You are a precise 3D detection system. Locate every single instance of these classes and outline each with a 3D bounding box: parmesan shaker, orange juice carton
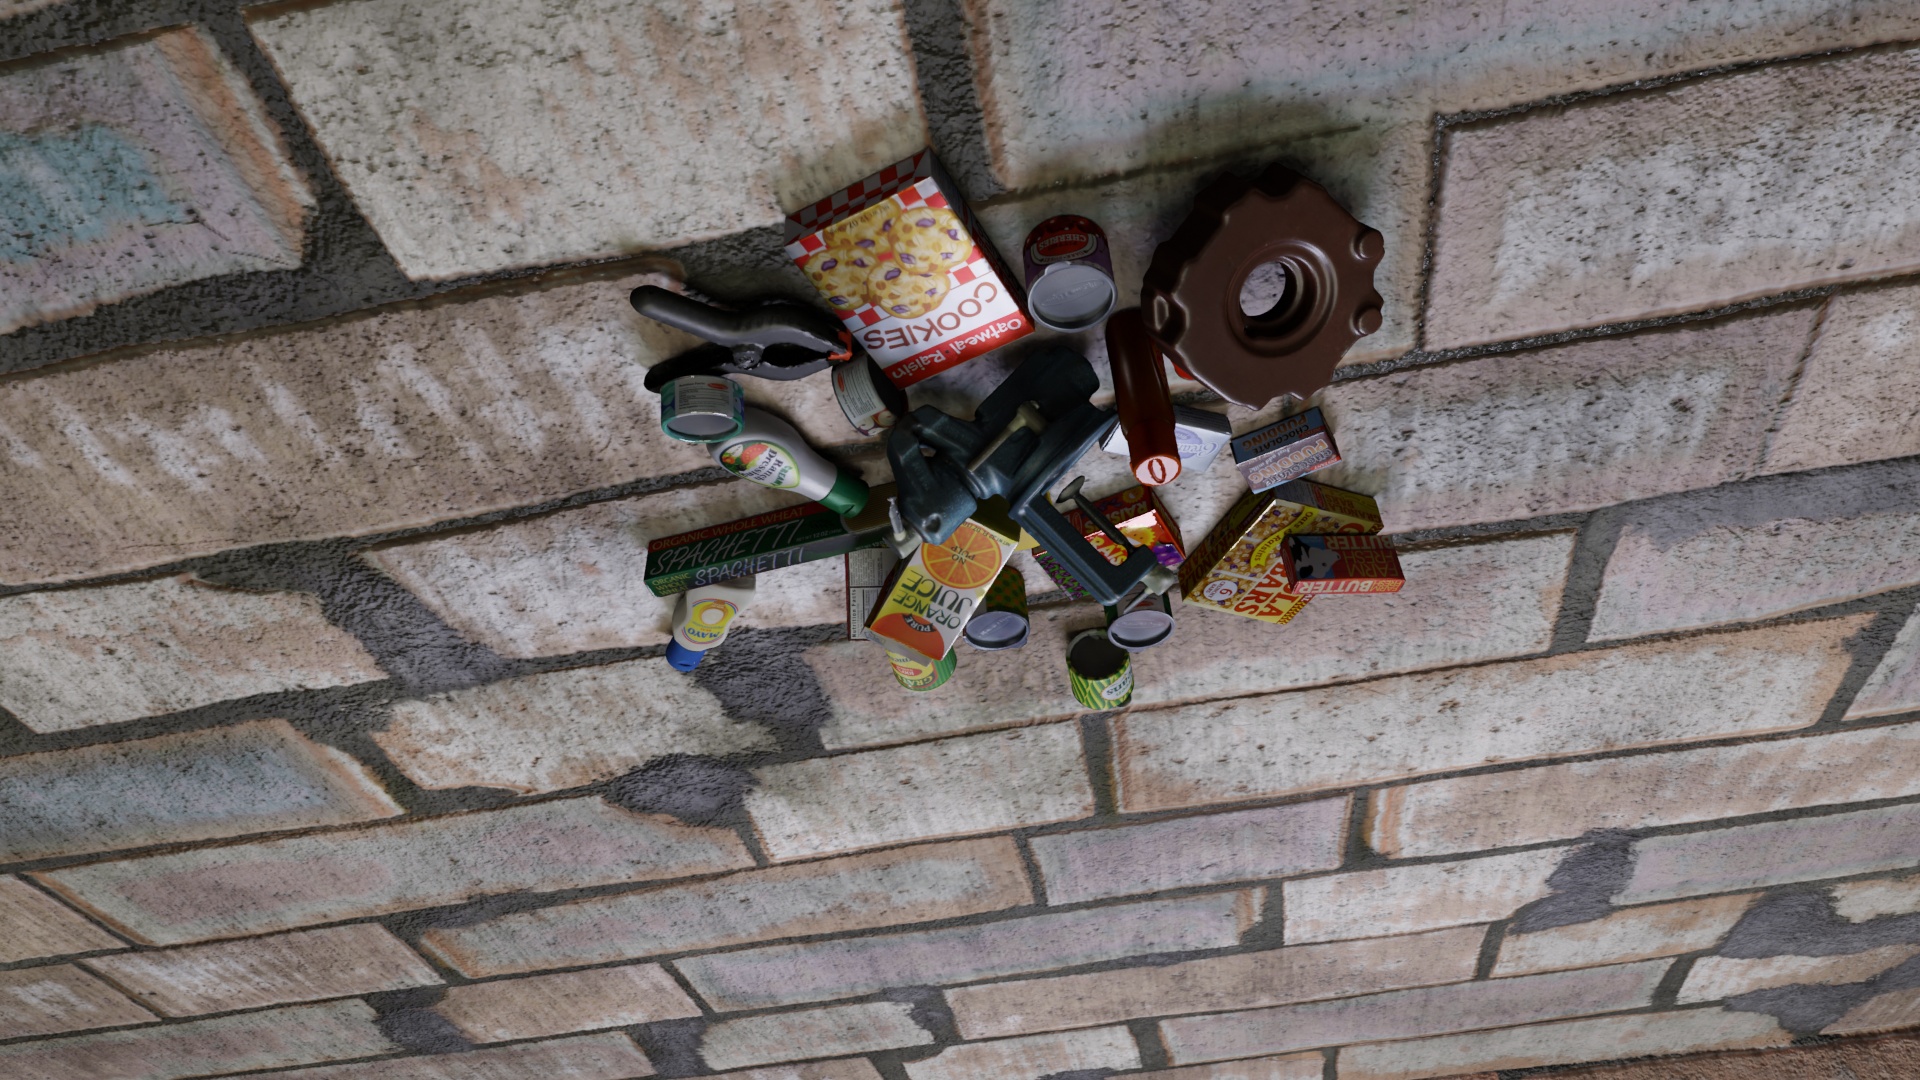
[{"bbox_3d":[-0.048,0.094,1.378,0.071,0.071,0.102,-9,140,6],"label":"parmesan shaker"},{"bbox_3d":[-0.019,0.034,1.217,0.072,0.073,0.191,26,123,-8],"label":"orange juice carton"}]

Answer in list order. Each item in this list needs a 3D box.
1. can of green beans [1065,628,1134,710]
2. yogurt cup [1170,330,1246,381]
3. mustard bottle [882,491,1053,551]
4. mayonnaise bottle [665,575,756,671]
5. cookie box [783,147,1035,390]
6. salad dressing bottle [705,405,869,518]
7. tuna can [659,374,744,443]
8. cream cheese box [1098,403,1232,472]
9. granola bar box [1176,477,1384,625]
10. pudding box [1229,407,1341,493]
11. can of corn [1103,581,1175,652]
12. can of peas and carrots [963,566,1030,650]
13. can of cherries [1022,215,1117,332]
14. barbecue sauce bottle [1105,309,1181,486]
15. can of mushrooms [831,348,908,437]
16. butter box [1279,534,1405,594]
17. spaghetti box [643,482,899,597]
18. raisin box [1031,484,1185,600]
[{"bbox_3d":[0.145,0.133,1.442,0.071,0.071,0.057,-9,140,6],"label":"can of green beans"},{"bbox_3d":[0.184,-0.166,1.081,0.072,0.073,0.054,-27,128,25],"label":"yogurt cup"},{"bbox_3d":[0.004,-0.016,1.259,0.160,0.049,0.065,-10,136,9],"label":"mustard bottle"},{"bbox_3d":[-0.249,0.074,1.352,0.065,0.041,0.147,12,138,-23],"label":"mayonnaise bottle"},{"bbox_3d":[-0.035,-0.198,1.039,0.123,0.040,0.167,-21,137,20],"label":"cookie box"},{"bbox_3d":[-0.145,-0.065,1.189,0.147,0.044,0.064,28,131,-33],"label":"salad dressing bottle"},{"bbox_3d":[-0.206,-0.103,1.107,0.071,0.033,0.071,-4,162,-1],"label":"tuna can"},{"bbox_3d":[0.177,-0.092,1.200,0.104,0.024,0.053,11,139,-18],"label":"cream cheese box"},{"bbox_3d":[0.302,0.010,1.326,0.124,0.039,0.164,13,138,-21],"label":"granola bar box"},{"bbox_3d":[0.286,-0.078,1.223,0.083,0.030,0.049,-21,139,20],"label":"pudding box"},{"bbox_3d":[0.174,0.067,1.369,0.071,0.058,0.070,-3,141,-2],"label":"can of corn"},{"bbox_3d":[0.035,0.066,1.355,0.071,0.059,0.070,-3,142,-2],"label":"can of peas and carrots"},{"bbox_3d":[0.080,-0.200,1.032,0.071,0.059,0.071,-2,141,-1],"label":"can of cherries"},{"bbox_3d":[0.142,-0.108,1.078,0.043,0.149,0.064,-13,140,11],"label":"barbecue sauce bottle"},{"bbox_3d":[-0.071,-0.119,1.113,0.033,0.071,0.071,-24,137,21],"label":"can of mushrooms"},{"bbox_3d":[0.349,0.022,1.271,0.103,0.053,0.024,0,142,-6],"label":"butter box"},{"bbox_3d":[-0.169,0.001,1.262,0.250,0.050,0.028,-13,138,11],"label":"spaghetti box"},{"bbox_3d":[0.138,0.003,1.302,0.123,0.040,0.086,-21,137,19],"label":"raisin box"}]
